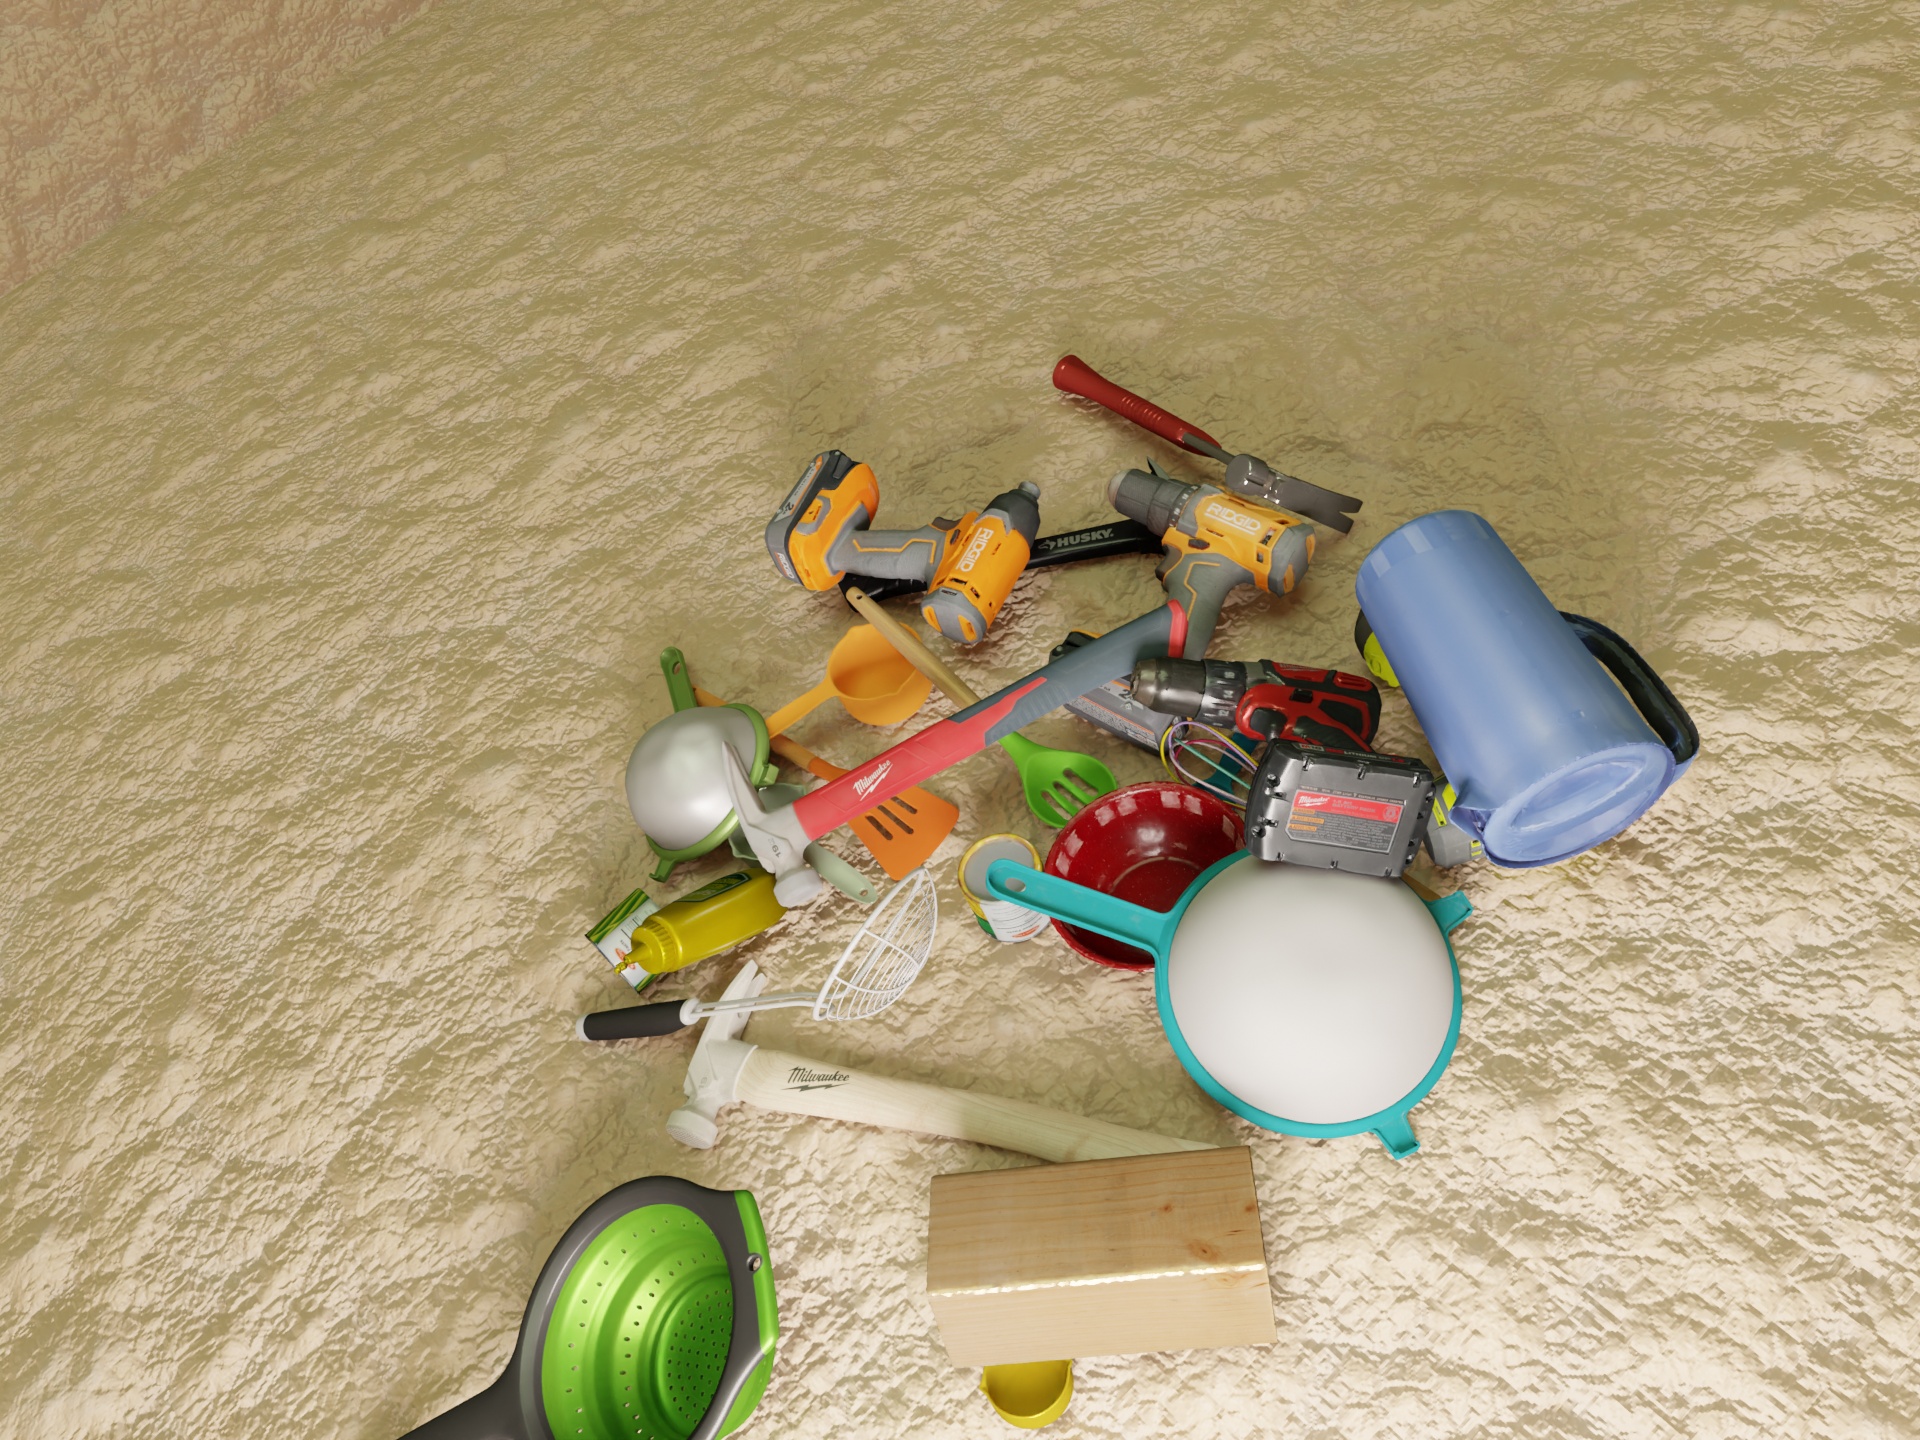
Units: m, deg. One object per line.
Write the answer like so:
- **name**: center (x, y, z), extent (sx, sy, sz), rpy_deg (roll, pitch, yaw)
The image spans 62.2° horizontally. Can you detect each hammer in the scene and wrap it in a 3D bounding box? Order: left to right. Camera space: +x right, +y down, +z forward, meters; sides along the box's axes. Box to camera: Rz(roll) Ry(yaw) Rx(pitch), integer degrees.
- **hammer**: center (-0.011, 0.274, 1.150), extent (0.411, 0.038, 0.146), rpy_deg (6, 55, 23)
- **hammer**: center (-0.002, -0.004, 1.251), extent (0.386, 0.038, 0.143), rpy_deg (-29, 74, 6)
- **hammer**: center (0.046, -0.152, 1.454), extent (0.335, 0.035, 0.146), rpy_deg (-9, 52, 13)
- **hammer**: center (0.202, -0.263, 1.453), extent (0.359, 0.149, 0.036), rpy_deg (43, 114, 48)

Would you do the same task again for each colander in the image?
- **colander**: center (-0.256, 0.457, 1.077), extent (0.397, 0.094, 0.205), rpy_deg (-33, 48, 17)

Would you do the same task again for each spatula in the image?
- **spatula**: center (-0.139, 0.035, 1.387), extent (0.323, 0.041, 0.081), rpy_deg (28, 67, 38)

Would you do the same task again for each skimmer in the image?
- **skimmer**: center (-0.167, 0.184, 1.178), extent (0.363, 0.090, 0.127), rpy_deg (-14, 17, 33)

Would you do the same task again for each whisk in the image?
- **whisk**: center (0.250, 0.076, 1.191), extent (0.245, 0.051, 0.047), rpy_deg (35, 83, 25)

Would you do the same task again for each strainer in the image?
- **strainer**: center (-0.252, 0.007, 1.392), extent (0.151, 0.069, 0.257), rpy_deg (-41, 42, 16)
- **strainer**: center (0.180, 0.145, 1.072), extent (0.340, 0.095, 0.211), rpy_deg (18, 66, 8)

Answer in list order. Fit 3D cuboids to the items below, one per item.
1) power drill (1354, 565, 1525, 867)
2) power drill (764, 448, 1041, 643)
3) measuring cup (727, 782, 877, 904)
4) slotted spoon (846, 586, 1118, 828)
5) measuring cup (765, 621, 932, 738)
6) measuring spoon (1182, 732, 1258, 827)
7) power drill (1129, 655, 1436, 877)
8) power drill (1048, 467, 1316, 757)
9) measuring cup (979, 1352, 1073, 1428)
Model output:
- **power drill**: center (0.402, -0.011, 1.194), extent (0.171, 0.080, 0.223), rpy_deg (-18, 54, 7)
- **power drill**: center (-0.043, -0.169, 1.427), extent (0.227, 0.084, 0.164), rpy_deg (19, 63, 25)
- **measuring cup**: center (-0.122, 0.114, 1.311), extent (0.168, 0.038, 0.083), rpy_deg (32, 70, 33)
- **slotted spoon**: center (0.010, -0.015, 1.325), extent (0.070, 0.031, 0.314), rpy_deg (-41, 66, -14)
- **measuring cup**: center (-0.103, -0.016, 1.393), extent (0.173, 0.052, 0.095), rpy_deg (-33, 50, -4)
- **measuring spoon**: center (0.215, 0.040, 1.262), extent (0.042, 0.021, 0.129), rpy_deg (21, 54, 23)
- **power drill**: center (0.223, 0.015, 1.127), extent (0.188, 0.080, 0.227), rpy_deg (9, 23, -5)
- **power drill**: center (0.161, -0.103, 1.319), extent (0.185, 0.084, 0.226), rpy_deg (29, 75, 27)
- **measuring cup**: center (0.036, 0.394, 1.054), extent (0.062, 0.029, 0.157), rpy_deg (-18, 38, 1)
